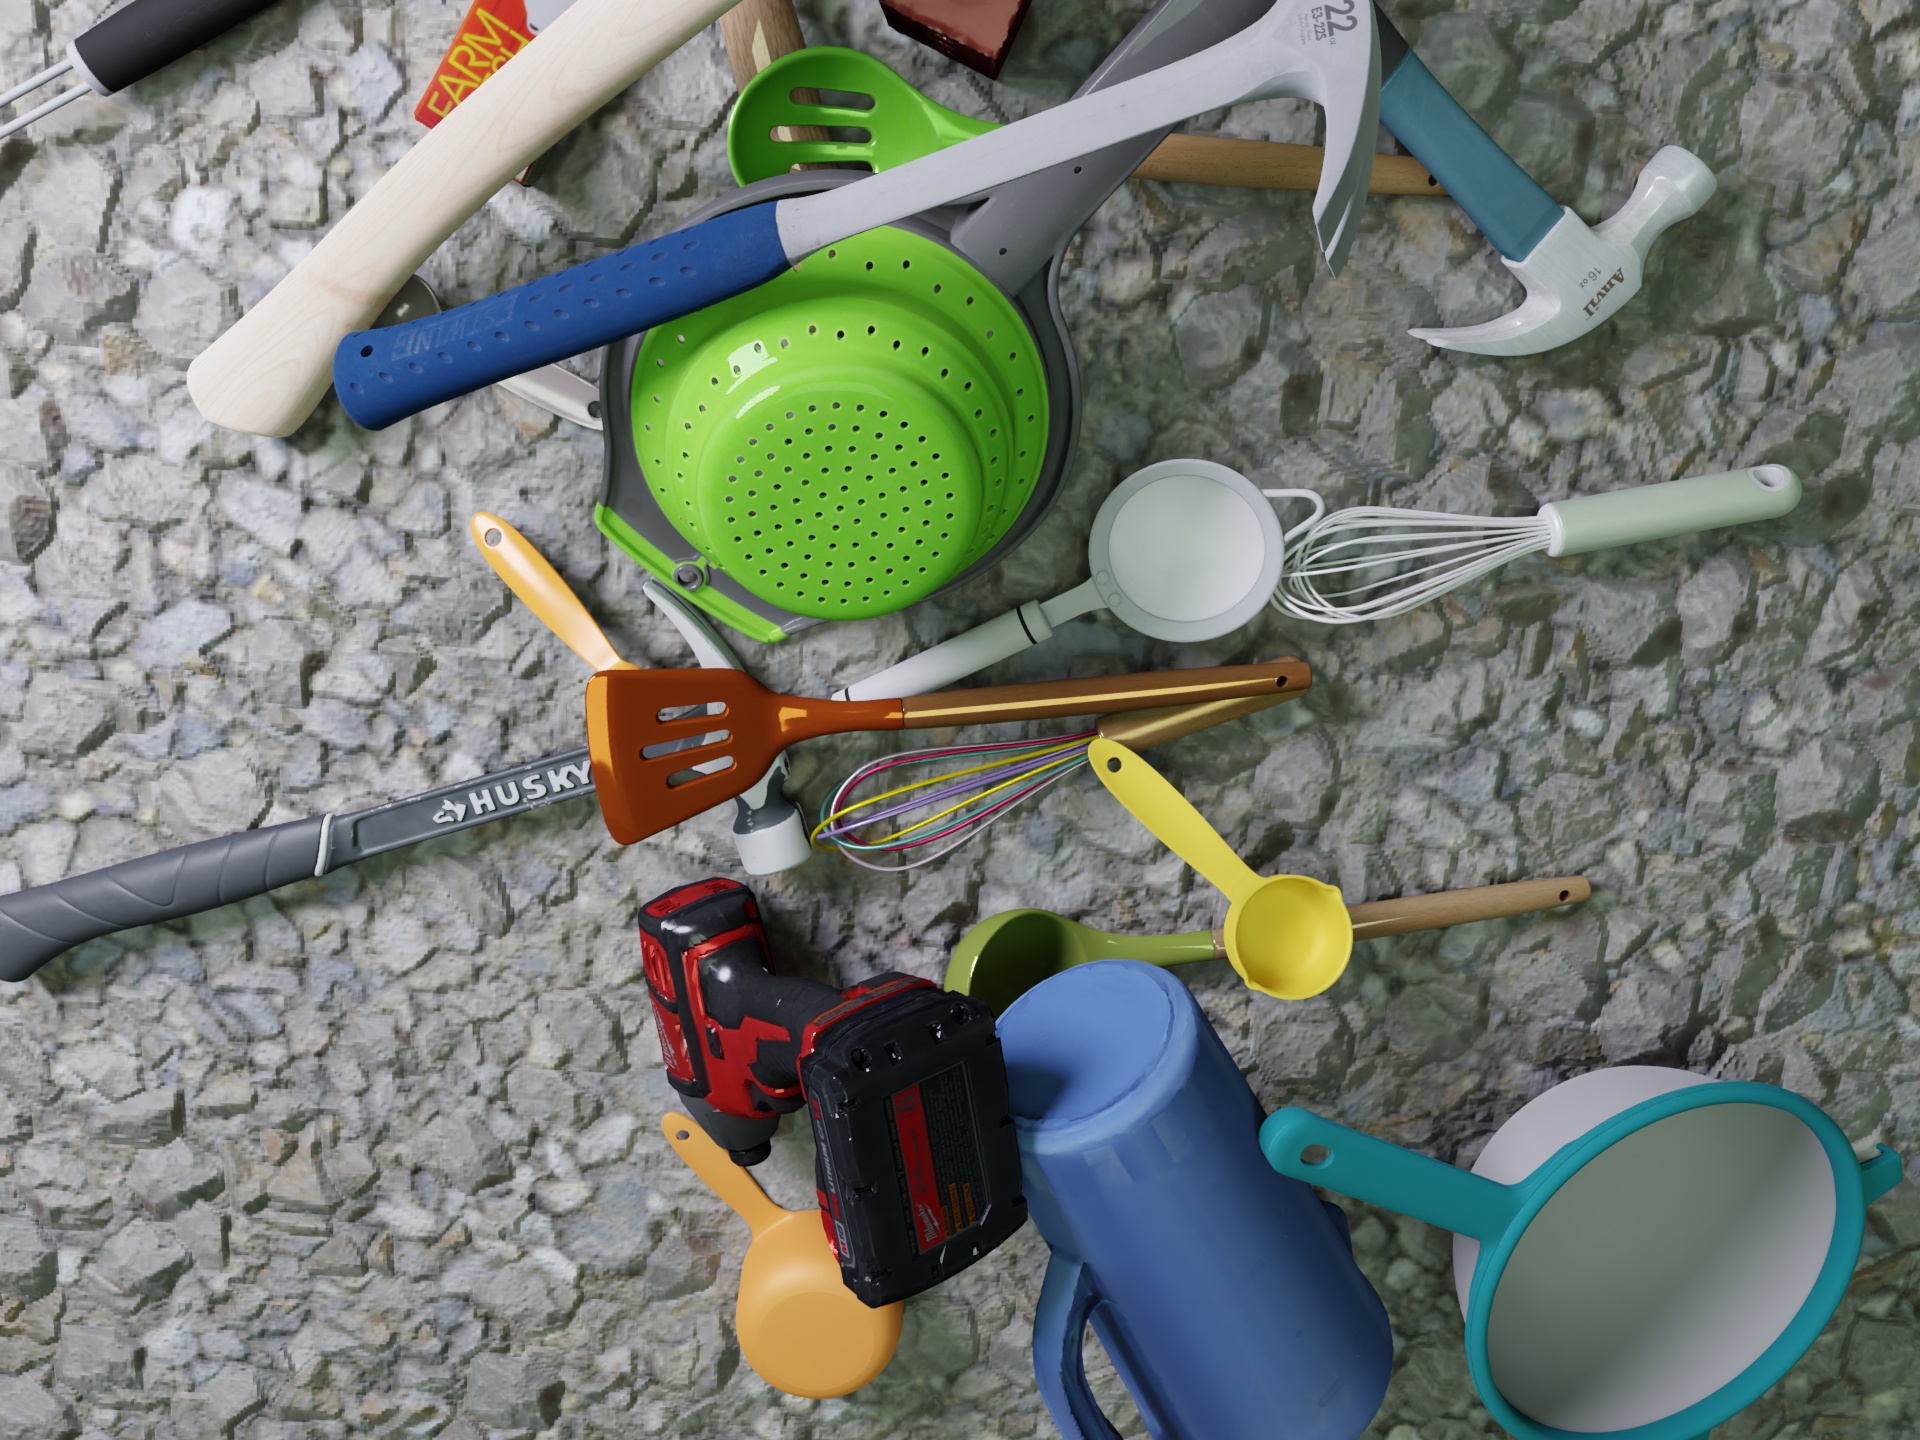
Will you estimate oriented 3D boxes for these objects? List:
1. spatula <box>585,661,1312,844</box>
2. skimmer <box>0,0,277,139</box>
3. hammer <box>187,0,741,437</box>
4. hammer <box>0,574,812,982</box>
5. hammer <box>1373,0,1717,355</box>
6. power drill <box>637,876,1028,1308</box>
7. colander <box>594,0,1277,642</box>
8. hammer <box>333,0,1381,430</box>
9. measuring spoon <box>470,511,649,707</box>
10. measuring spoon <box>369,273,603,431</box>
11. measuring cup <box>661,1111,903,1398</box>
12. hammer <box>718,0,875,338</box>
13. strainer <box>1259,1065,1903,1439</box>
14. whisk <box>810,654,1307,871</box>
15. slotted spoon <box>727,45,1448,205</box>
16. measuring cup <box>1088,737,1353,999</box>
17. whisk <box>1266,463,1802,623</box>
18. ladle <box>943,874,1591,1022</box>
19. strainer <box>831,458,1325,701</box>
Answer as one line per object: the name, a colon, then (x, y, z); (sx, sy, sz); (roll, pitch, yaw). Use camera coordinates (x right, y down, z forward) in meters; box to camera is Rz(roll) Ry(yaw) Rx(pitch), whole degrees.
spatula: (-0.001, -0.002, 0.712); (0.322, 0.041, 0.081); (-6, 107, -1)
skimmer: (-0.406, -0.223, 0.645); (0.363, 0.090, 0.127); (-27, 137, 4)
hammer: (-0.171, -0.247, 0.618); (0.410, 0.038, 0.146); (-31, 92, 23)
hammer: (-0.285, 0.049, 0.754); (0.409, 0.036, 0.149); (-15, 105, 4)
hammer: (0.160, -0.268, 0.632); (0.330, 0.033, 0.128); (35, 103, -24)
power drill: (-0.069, 0.160, 0.705); (0.078, 0.220, 0.143); (-19, 108, -31)
colander: (0.007, -0.159, 0.614); (0.204, 0.095, 0.397); (35, 116, -25)
hammer: (-0.053, -0.174, 0.570); (0.405, 0.035, 0.144); (-14, 70, 19)
measuring spoon: (-0.181, -0.051, 0.707); (0.021, 0.011, 0.117); (-44, 82, 5)
measuring spoon: (-0.204, -0.161, 0.707); (0.124, 0.018, 0.034); (26, 110, -15)
measuring cup: (-0.097, 0.273, 0.810); (0.095, 0.052, 0.173); (-36, 106, 9)
hammer: (-0.083, -0.296, 0.647); (0.130, 0.031, 0.331); (-21, 110, -11)
strainer: (0.268, 0.224, 0.760); (0.340, 0.095, 0.211); (23, 102, -20)
whisk: (0.045, 0.017, 0.750); (0.245, 0.051, 0.047); (-19, 127, 0)
slotted spoon: (0.061, -0.233, 0.660); (0.313, 0.031, 0.070); (0, 118, -11)
measuring cup: (0.115, 0.065, 0.735); (0.156, 0.029, 0.062); (44, 83, -2)
whisk: (0.259, -0.084, 0.720); (0.246, 0.058, 0.059); (-10, 141, -1)
ladle: (0.150, 0.109, 0.766); (0.320, 0.062, 0.078); (-9, 104, -1)
strainer: (0.041, -0.051, 0.726); (0.258, 0.050, 0.086); (-25, 111, 12)
